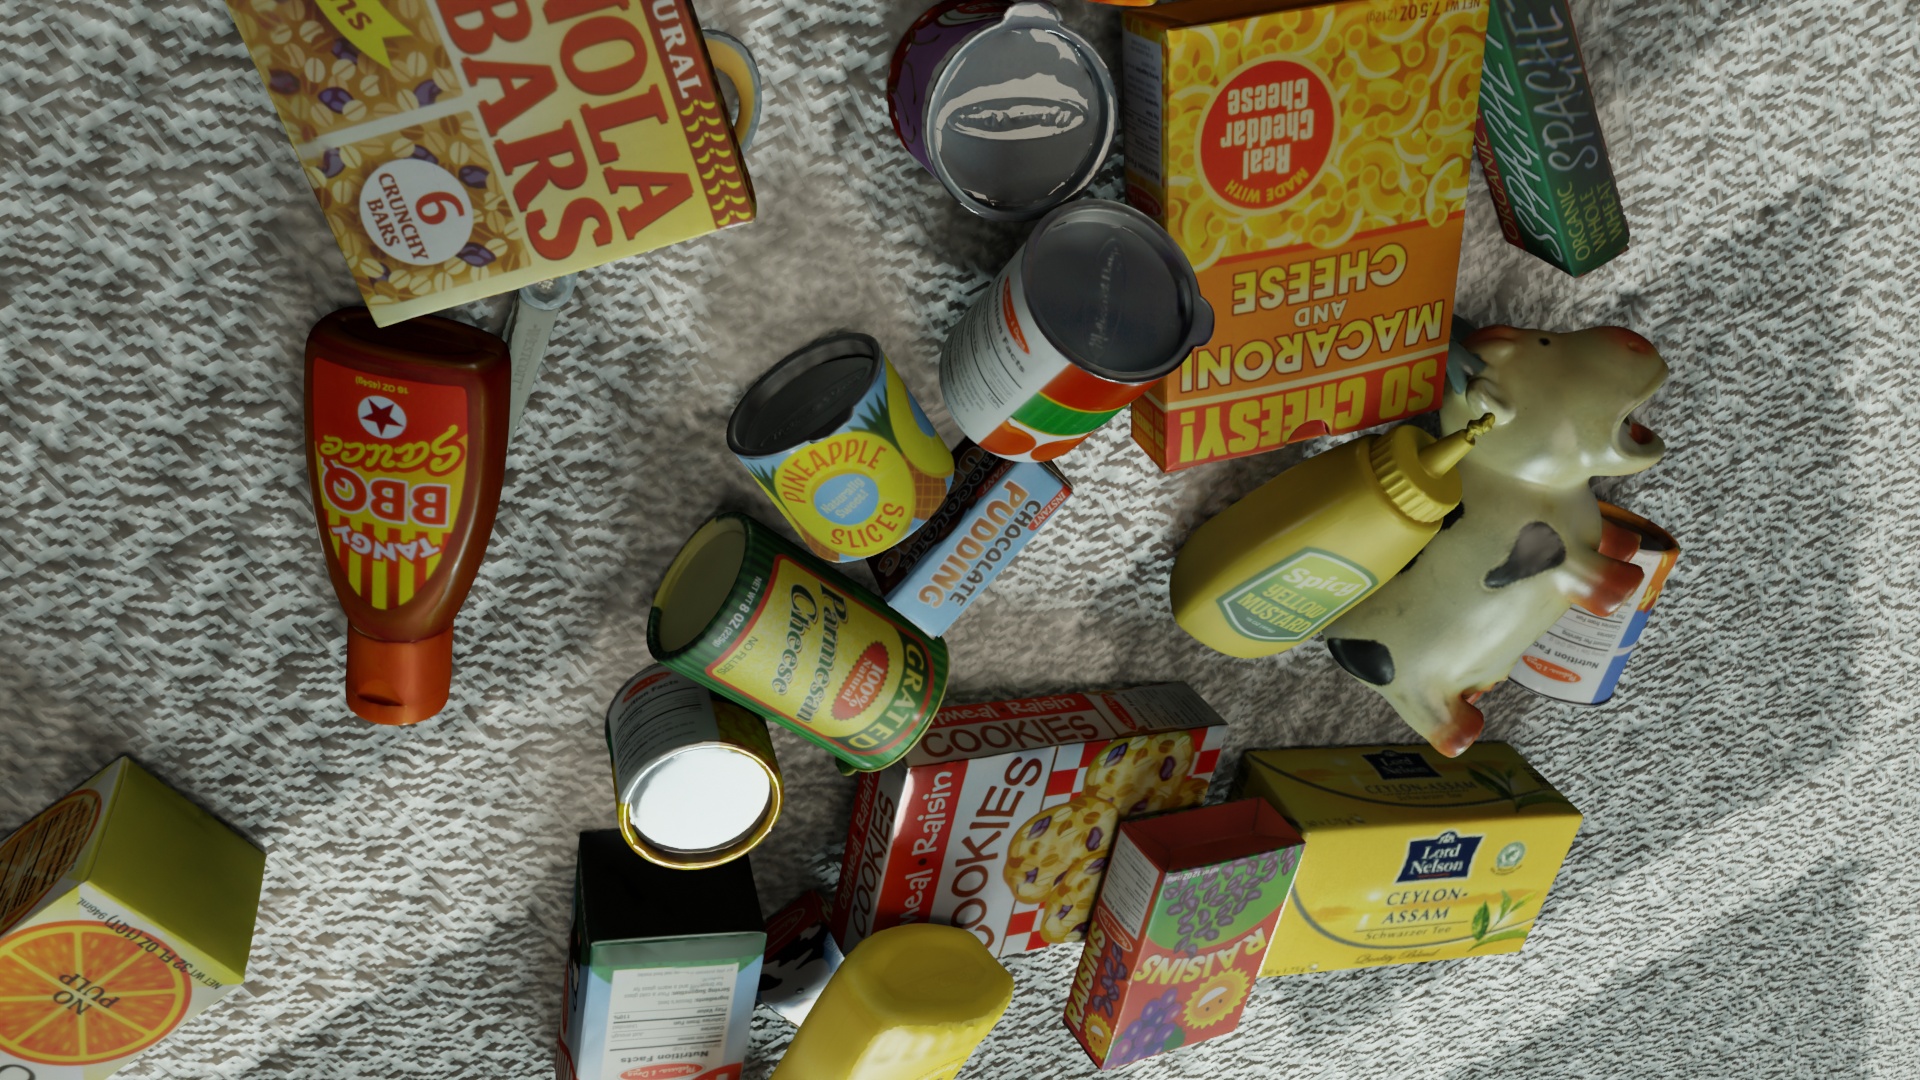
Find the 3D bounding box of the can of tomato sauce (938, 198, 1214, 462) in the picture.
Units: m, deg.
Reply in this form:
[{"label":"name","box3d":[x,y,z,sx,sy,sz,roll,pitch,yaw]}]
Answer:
[{"label":"can of tomato sauce","box3d":[0.038,-0.071,0.493,0.071,0.082,0.071,7,71,-20]}]

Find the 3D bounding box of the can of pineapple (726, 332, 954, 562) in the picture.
[{"label":"can of pineapple","box3d":[-0.043,-0.033,0.514,0.071,0.071,0.057,-34,124,1]}]

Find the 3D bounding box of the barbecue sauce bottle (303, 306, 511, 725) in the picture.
[{"label":"barbecue sauce bottle","box3d":[-0.196,-0.005,0.489,0.065,0.044,0.147,12,117,-3]}]

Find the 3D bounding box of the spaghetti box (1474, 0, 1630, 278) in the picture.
[{"label":"spaghetti box","box3d":[0.197,-0.206,0.514,0.028,0.050,0.249,-33,124,3]}]

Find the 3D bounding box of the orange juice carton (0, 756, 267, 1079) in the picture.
[{"label":"orange juice carton","box3d":[-0.363,0.174,0.515,0.192,0.073,0.071,-35,124,2]}]

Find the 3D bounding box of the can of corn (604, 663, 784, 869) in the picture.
[{"label":"can of corn","box3d":[-0.108,0.093,0.569,0.071,0.058,0.070,-9,121,-15]}]

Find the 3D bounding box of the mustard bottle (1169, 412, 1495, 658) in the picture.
[{"label":"mustard bottle","box3d":[0.155,-0.006,0.574,0.065,0.049,0.159,24,138,-22]}]

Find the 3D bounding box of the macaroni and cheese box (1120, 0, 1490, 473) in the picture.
[{"label":"macaroni and cheese box","box3d":[0.124,-0.116,0.514,0.124,0.040,0.165,-13,122,-13]}]

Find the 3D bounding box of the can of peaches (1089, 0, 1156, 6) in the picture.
[{"label":"can of peaches","box3d":[0.036,-0.207,0.445,0.071,0.071,0.057,0,119,-20]}]

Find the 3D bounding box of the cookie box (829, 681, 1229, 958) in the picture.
[{"label":"cookie box","box3d":[0.031,0.132,0.640,0.168,0.040,0.122,-2,119,-28]}]

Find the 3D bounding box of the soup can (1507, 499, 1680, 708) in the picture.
[{"label":"soup can","box3d":[0.299,0.027,0.675,0.071,0.071,0.083,4,116,-21]}]

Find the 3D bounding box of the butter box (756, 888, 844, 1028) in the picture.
[{"label":"butter box","box3d":[-0.060,0.216,0.676,0.053,0.024,0.103,-39,123,5]}]

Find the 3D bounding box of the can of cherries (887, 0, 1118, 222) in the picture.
[{"label":"can of cherries","box3d":[0.013,-0.152,0.475,0.071,0.058,0.071,-8,120,-14]}]

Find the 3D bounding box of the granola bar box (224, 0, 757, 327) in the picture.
[{"label":"granola bar box","box3d":[-0.145,-0.161,0.410,0.124,0.039,0.164,-17,117,-2]}]

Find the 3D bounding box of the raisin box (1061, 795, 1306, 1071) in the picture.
[{"label":"raisin box","box3d":[0.104,0.187,0.662,0.086,0.040,0.122,-4,120,-30]}]

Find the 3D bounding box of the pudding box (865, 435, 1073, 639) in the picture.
[{"label":"pudding box","box3d":[0.002,-0.007,0.557,0.030,0.050,0.083,38,101,-31]}]

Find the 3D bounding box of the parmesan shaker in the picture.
[{"label":"parmesan shaker","box3d":[-0.065,0.043,0.550,0.103,0.071,0.071,34,103,-31]}]

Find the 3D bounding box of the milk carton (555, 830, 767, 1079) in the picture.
[{"label":"milk carton","box3d":[-0.141,0.226,0.625,0.073,0.072,0.189,3,116,-21]}]
